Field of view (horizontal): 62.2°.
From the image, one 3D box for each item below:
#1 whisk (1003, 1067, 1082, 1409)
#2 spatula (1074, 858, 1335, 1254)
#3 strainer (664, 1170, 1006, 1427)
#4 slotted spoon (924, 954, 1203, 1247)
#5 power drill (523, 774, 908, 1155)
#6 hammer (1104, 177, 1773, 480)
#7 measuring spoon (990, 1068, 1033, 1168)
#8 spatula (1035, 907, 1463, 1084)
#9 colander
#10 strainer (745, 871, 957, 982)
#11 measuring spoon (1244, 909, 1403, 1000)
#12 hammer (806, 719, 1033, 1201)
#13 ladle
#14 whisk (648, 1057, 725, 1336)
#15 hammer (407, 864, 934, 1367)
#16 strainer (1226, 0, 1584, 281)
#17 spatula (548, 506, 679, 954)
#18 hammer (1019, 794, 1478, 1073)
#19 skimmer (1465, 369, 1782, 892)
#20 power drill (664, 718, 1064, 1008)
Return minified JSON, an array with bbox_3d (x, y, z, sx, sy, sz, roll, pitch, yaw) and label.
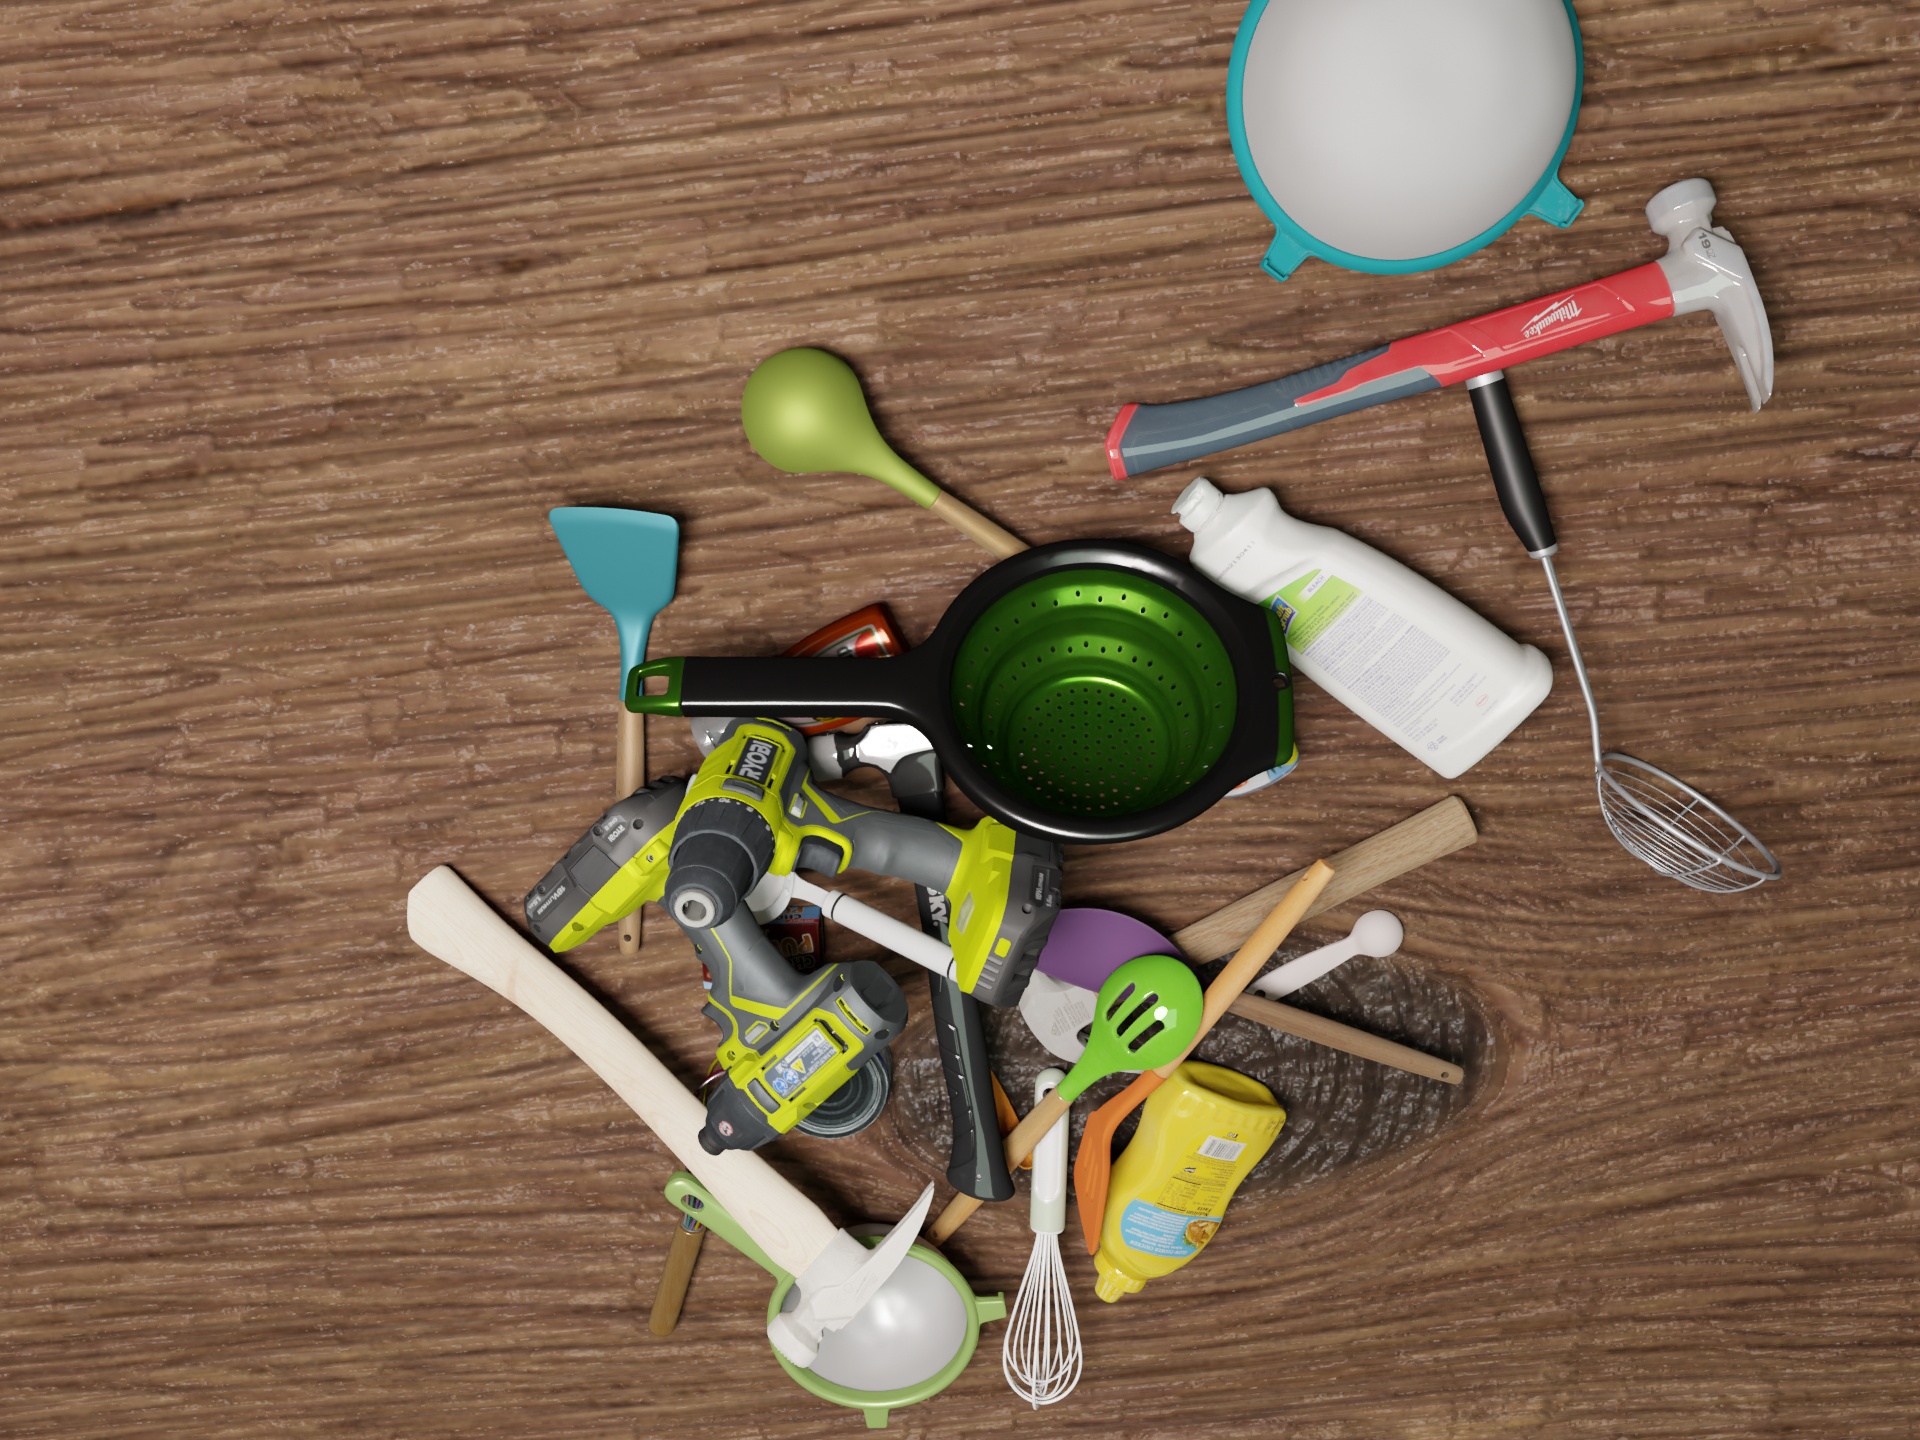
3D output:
[{"bbox_3d":[0.061,0.369,1.134,0.058,0.059,0.246,3,94,11],"label":"whisk"},{"bbox_3d":[0.153,0.218,1.056,0.041,0.081,0.322,27,112,-18],"label":"spatula"},{"bbox_3d":[-0.102,0.386,1.141,0.256,0.069,0.151,39,106,-12],"label":"strainer"},{"bbox_3d":[0.059,0.274,1.096,0.070,0.031,0.313,52,122,26],"label":"slotted spoon"},{"bbox_3d":[-0.164,0.162,1.017,0.171,0.080,0.223,-44,86,20],"label":"power drill"},{"bbox_3d":[0.279,-0.201,0.962,0.386,0.038,0.143,-16,77,8],"label":"hammer"},{"bbox_3d":[0.024,0.273,1.142,0.021,0.011,0.117,-33,101,-8],"label":"measuring spoon"},{"bbox_3d":[0.199,0.192,1.078,0.316,0.018,0.059,20,106,-8],"label":"spatula"},{"bbox_3d":[-0.002,-0.003,0.979,0.397,0.094,0.205,0,62,1],"label":"colander"},{"bbox_3d":[-0.087,0.118,1.039,0.258,0.050,0.086,23,114,25],"label":"strainer"},{"bbox_3d":[0.251,0.171,1.105,0.124,0.018,0.034,-29,104,9],"label":"measuring spoon"},{"bbox_3d":[-0.003,0.161,1.064,0.146,0.035,0.334,-9,97,8],"label":"hammer"},{"bbox_3d":[0.003,-0.128,1.012,0.320,0.062,0.078,32,97,-16],"label":"ladle"},{"bbox_3d":[-0.190,0.345,1.151,0.047,0.051,0.245,24,111,15],"label":"whisk"},{"bbox_3d":[-0.205,0.240,1.073,0.410,0.038,0.146,42,84,3],"label":"hammer"},{"bbox_3d":[0.252,-0.423,0.889,0.211,0.095,0.340,-10,108,3],"label":"strainer"},{"bbox_3d":[-0.222,0.014,1.047,0.082,0.044,0.317,5,108,3],"label":"spatula"},{"bbox_3d":[0.196,0.140,1.089,0.331,0.031,0.130,-26,104,7],"label":"hammer"},{"bbox_3d":[0.414,-0.059,0.999,0.090,0.127,0.363,-18,98,24],"label":"skimmer"},{"bbox_3d":[-0.059,0.088,0.946,0.228,0.191,0.080,19,115,-4],"label":"power drill"}]
